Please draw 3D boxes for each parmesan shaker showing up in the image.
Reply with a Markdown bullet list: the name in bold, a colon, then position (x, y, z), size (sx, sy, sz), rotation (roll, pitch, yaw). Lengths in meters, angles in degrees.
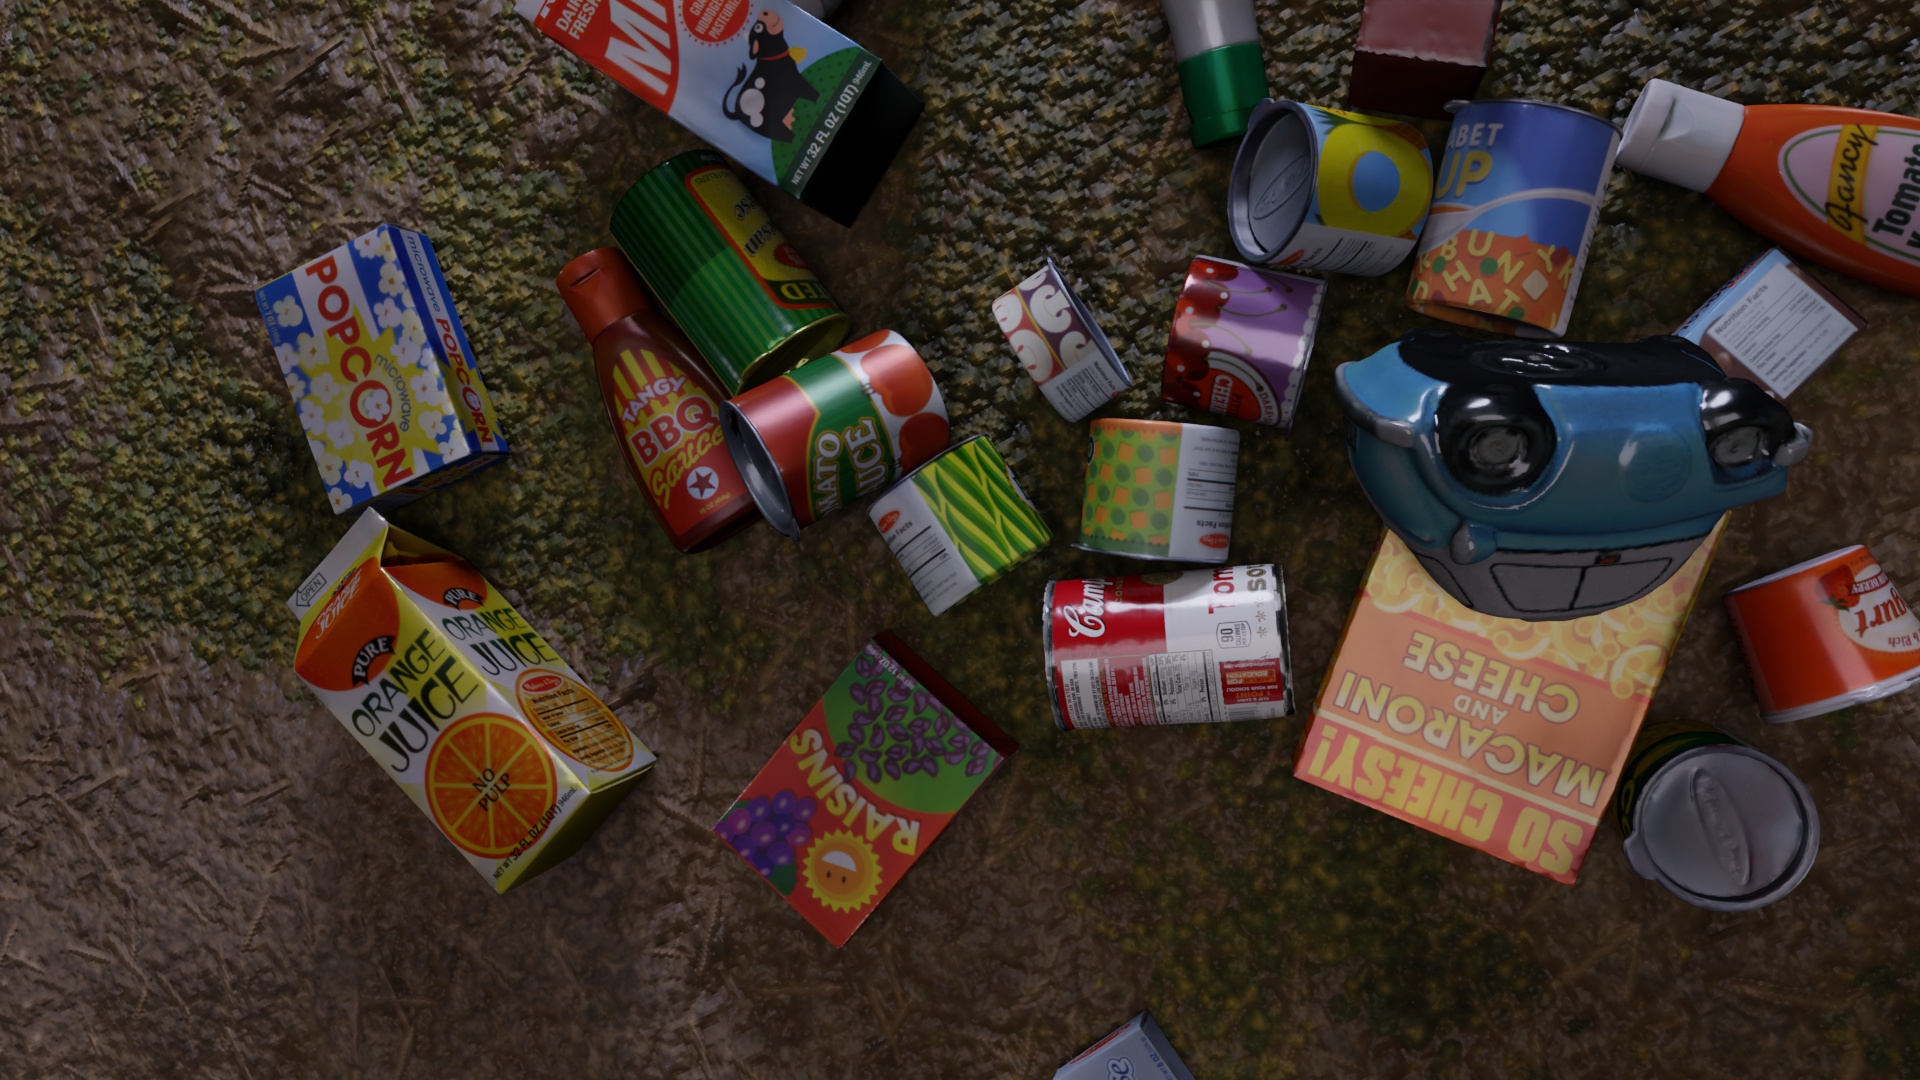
- **parmesan shaker**: position (-0.109, -0.122, 0.646), size (0.071, 0.071, 0.103), rotation (-39, 84, 12)

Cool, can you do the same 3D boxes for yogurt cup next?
- **yogurt cup**: position (0.343, 0.036, 0.554), size (0.072, 0.072, 0.054), rotation (-24, 79, 13)

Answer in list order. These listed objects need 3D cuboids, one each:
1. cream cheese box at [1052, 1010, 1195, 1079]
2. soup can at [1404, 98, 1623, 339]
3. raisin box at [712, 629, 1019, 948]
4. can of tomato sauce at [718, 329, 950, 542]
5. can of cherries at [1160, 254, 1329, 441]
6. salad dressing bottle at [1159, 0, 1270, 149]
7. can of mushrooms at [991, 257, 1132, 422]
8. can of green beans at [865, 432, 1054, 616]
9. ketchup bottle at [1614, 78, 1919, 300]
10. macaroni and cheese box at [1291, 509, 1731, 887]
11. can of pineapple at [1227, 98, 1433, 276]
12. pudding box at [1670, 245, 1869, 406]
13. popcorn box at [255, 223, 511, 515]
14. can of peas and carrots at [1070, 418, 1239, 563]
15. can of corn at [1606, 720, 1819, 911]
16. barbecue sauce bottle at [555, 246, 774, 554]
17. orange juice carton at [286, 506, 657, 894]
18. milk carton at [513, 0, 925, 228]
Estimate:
- **cream cheese box**: position (0.093, 0.276, 0.639), size (0.053, 0.024, 0.104), rotation (-37, 84, 13)
- **soup can**: position (0.224, -0.132, 0.573), size (0.071, 0.071, 0.083), rotation (15, 96, 12)
- **raisin box**: position (-0.045, 0.116, 0.657), size (0.086, 0.040, 0.123), rotation (41, 99, 8)
- **can of tomato sauce**: position (-0.055, -0.048, 0.622), size (0.083, 0.071, 0.071), rotation (-28, 85, -20)
- **can of cherries**: position (0.121, -0.083, 0.597), size (0.058, 0.071, 0.071), rotation (15, 96, 12)
- **salad dressing bottle**: position (0.104, -0.247, 0.601), size (0.044, 0.064, 0.147), rotation (-12, 97, 7)
- **can of mushrooms**: position (0.044, -0.089, 0.616), size (0.033, 0.071, 0.071), rotation (-33, 85, 13)
- **can of green beans**: position (0.000, -0.007, 0.628), size (0.071, 0.071, 0.058), rotation (-34, 86, 12)
- **ketchup bottle**: position (0.343, -0.145, 0.557), size (0.149, 0.043, 0.064), rotation (22, 96, 12)
- **macaroni and cheese box**: position (0.229, 0.044, 0.591), size (0.124, 0.040, 0.166), rotation (21, 96, 12)
- **can of pineapple**: position (0.153, -0.147, 0.579), size (0.058, 0.071, 0.071), rotation (3, 94, -20)
- **pudding box**: position (0.318, -0.074, 0.572), size (0.050, 0.030, 0.083), rotation (44, 101, 7)
- **popcorn box**: position (-0.294, -0.085, 0.707), size (0.085, 0.038, 0.126), rotation (-22, 87, 12)
- **can of peas and carrots**: position (0.085, -0.022, 0.609), size (0.071, 0.071, 0.058), rotation (6, 93, 13)
- **can of corn**: position (0.301, 0.111, 0.568), size (0.071, 0.058, 0.071), rotation (1, 93, 13)
- **barbecue sauce bottle**: position (-0.143, -0.070, 0.670), size (0.065, 0.043, 0.148), rotation (-32, 85, 7)
- **orange juice carton**: position (-0.250, 0.073, 0.685), size (0.193, 0.073, 0.071), rotation (44, 101, 8)
- **milk carton**: position (-0.119, -0.230, 0.644), size (0.191, 0.073, 0.072), rotation (34, 99, 10)
